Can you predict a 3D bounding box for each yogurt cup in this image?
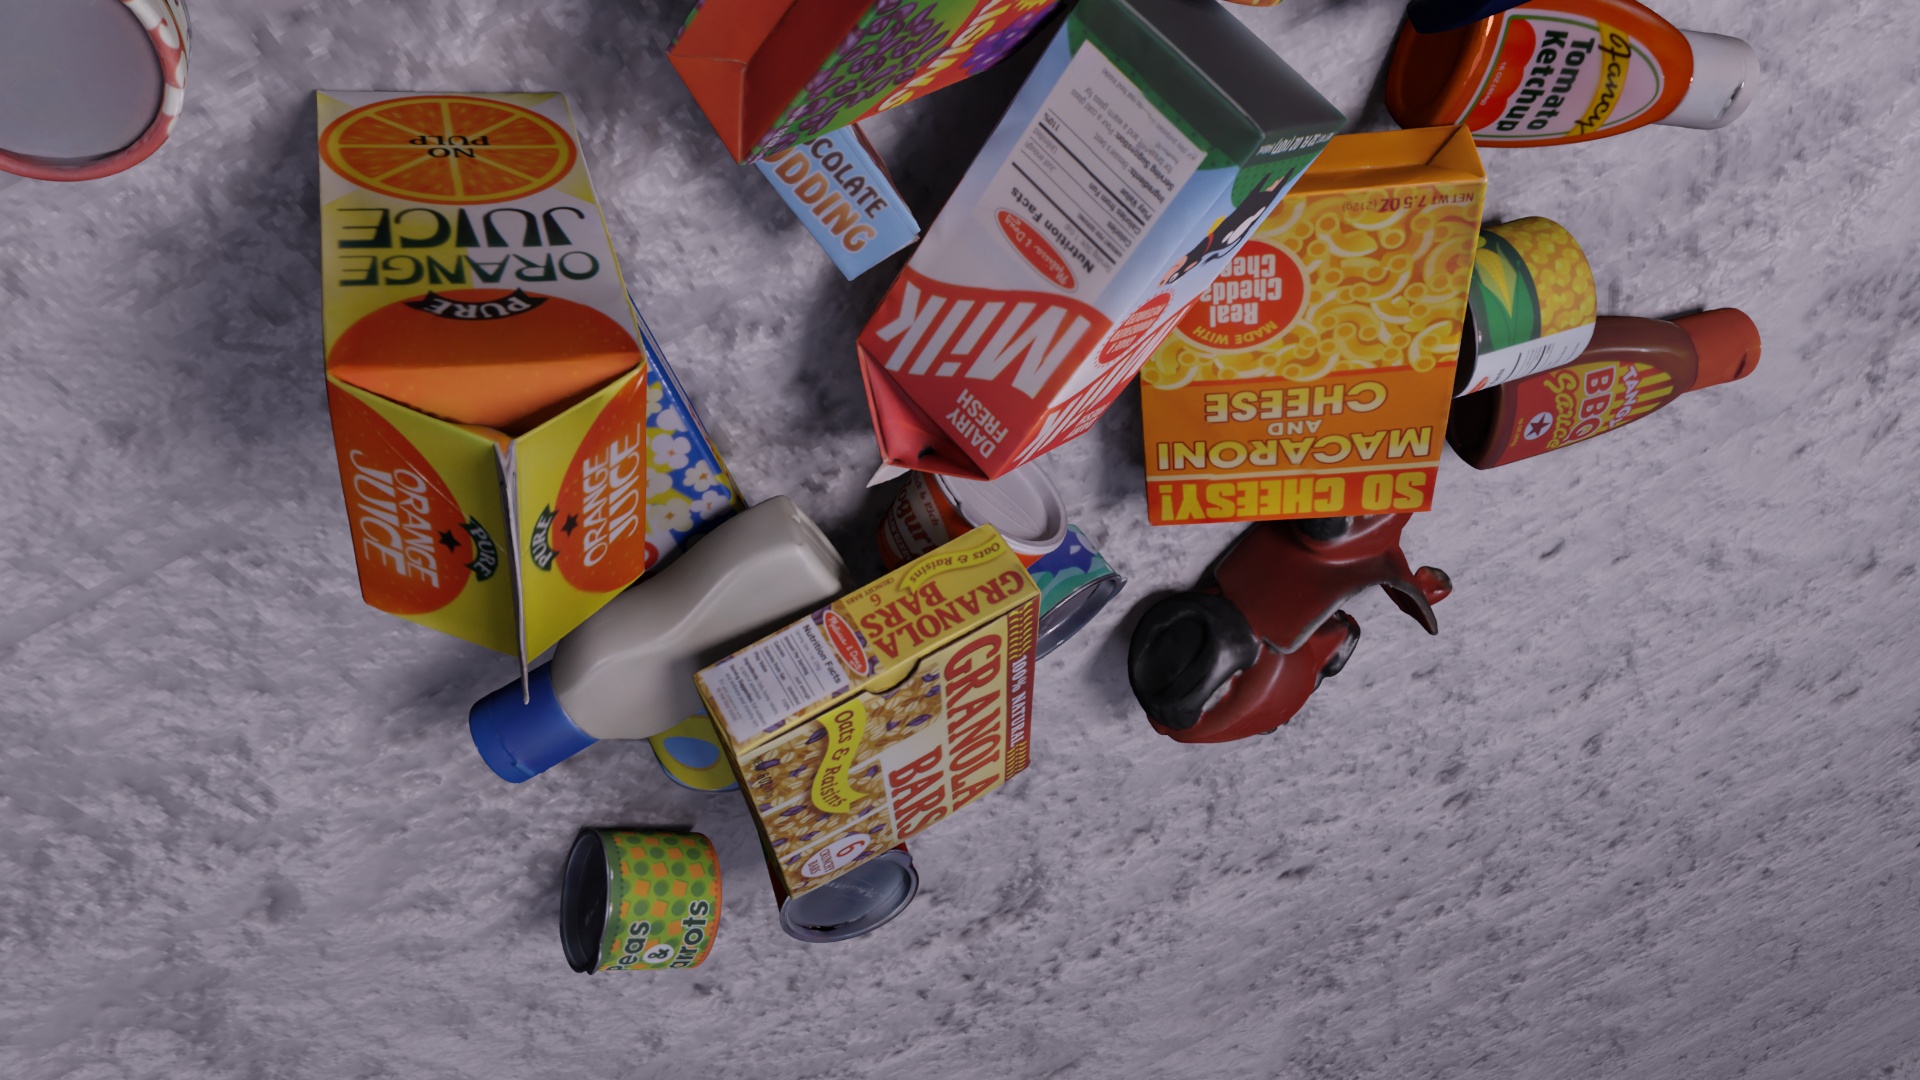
[{"bbox_3d":[0.002,-0.007,0.573,0.072,0.073,0.053,16,131,-36],"label":"yogurt cup"}]

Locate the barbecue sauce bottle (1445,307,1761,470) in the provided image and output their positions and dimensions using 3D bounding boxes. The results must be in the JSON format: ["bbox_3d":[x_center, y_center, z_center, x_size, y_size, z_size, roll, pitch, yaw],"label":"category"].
[{"bbox_3d":[0.306,-0.079,0.660,0.149,0.044,0.064,-14,135,-13],"label":"barbecue sauce bottle"}]

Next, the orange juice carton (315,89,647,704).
[{"bbox_3d":[-0.130,-0.048,0.375,0.073,0.193,0.071,-6,133,-21],"label":"orange juice carton"}]

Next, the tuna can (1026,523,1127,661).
[{"bbox_3d":[0.039,0.024,0.625,0.071,0.033,0.071,-35,162,-13],"label":"tuna can"}]

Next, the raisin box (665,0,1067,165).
[{"bbox_3d":[-0.008,-0.155,0.375,0.124,0.040,0.085,-38,-176,-41],"label":"raisin box"}]

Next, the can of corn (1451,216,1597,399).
[{"bbox_3d":[0.221,-0.101,0.585,0.058,0.071,0.070,-16,136,-11],"label":"can of corn"}]

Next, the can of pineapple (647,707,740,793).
[{"bbox_3d":[-0.106,0.064,0.588,0.071,0.071,0.057,-18,136,-9],"label":"can of pineapple"}]

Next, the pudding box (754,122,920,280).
[{"bbox_3d":[-0.049,-0.128,0.441,0.030,0.050,0.083,-32,137,9],"label":"pudding box"}]

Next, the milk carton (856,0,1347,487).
[{"bbox_3d":[0.032,-0.088,0.472,0.072,0.073,0.189,-28,162,-52],"label":"milk carton"}]

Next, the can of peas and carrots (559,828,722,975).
[{"bbox_3d":[-0.153,0.175,0.669,0.059,0.071,0.070,9,127,-32],"label":"can of peas and carrots"}]

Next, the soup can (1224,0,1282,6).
[{"bbox_3d":[0.082,-0.211,0.408,0.071,0.071,0.083,1,131,-26],"label":"soup can"}]

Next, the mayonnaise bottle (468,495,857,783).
[{"bbox_3d":[-0.113,0.041,0.524,0.148,0.041,0.064,-29,139,5],"label":"mayonnaise bottle"}]

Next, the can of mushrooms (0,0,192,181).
[{"bbox_3d":[-0.239,-0.128,0.364,0.071,0.033,0.070,-14,135,-14],"label":"can of mushrooms"}]

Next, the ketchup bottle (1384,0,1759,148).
[{"bbox_3d":[0.238,-0.181,0.530,0.149,0.044,0.064,-3,135,-23],"label":"ketchup bottle"}]

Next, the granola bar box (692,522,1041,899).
[{"bbox_3d":[-0.030,0.076,0.559,0.124,0.039,0.164,-27,152,-15],"label":"granola bar box"}]

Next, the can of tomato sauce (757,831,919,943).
[{"bbox_3d":[-0.063,0.137,0.666,0.071,0.083,0.070,-13,136,-13],"label":"can of tomato sauce"}]

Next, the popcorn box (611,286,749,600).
[{"bbox_3d":[-0.134,-0.024,0.510,0.085,0.038,0.126,-25,137,-3],"label":"popcorn box"}]

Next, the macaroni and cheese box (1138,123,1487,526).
[{"bbox_3d":[0.132,-0.078,0.554,0.124,0.040,0.165,-3,137,8],"label":"macaroni and cheese box"}]
